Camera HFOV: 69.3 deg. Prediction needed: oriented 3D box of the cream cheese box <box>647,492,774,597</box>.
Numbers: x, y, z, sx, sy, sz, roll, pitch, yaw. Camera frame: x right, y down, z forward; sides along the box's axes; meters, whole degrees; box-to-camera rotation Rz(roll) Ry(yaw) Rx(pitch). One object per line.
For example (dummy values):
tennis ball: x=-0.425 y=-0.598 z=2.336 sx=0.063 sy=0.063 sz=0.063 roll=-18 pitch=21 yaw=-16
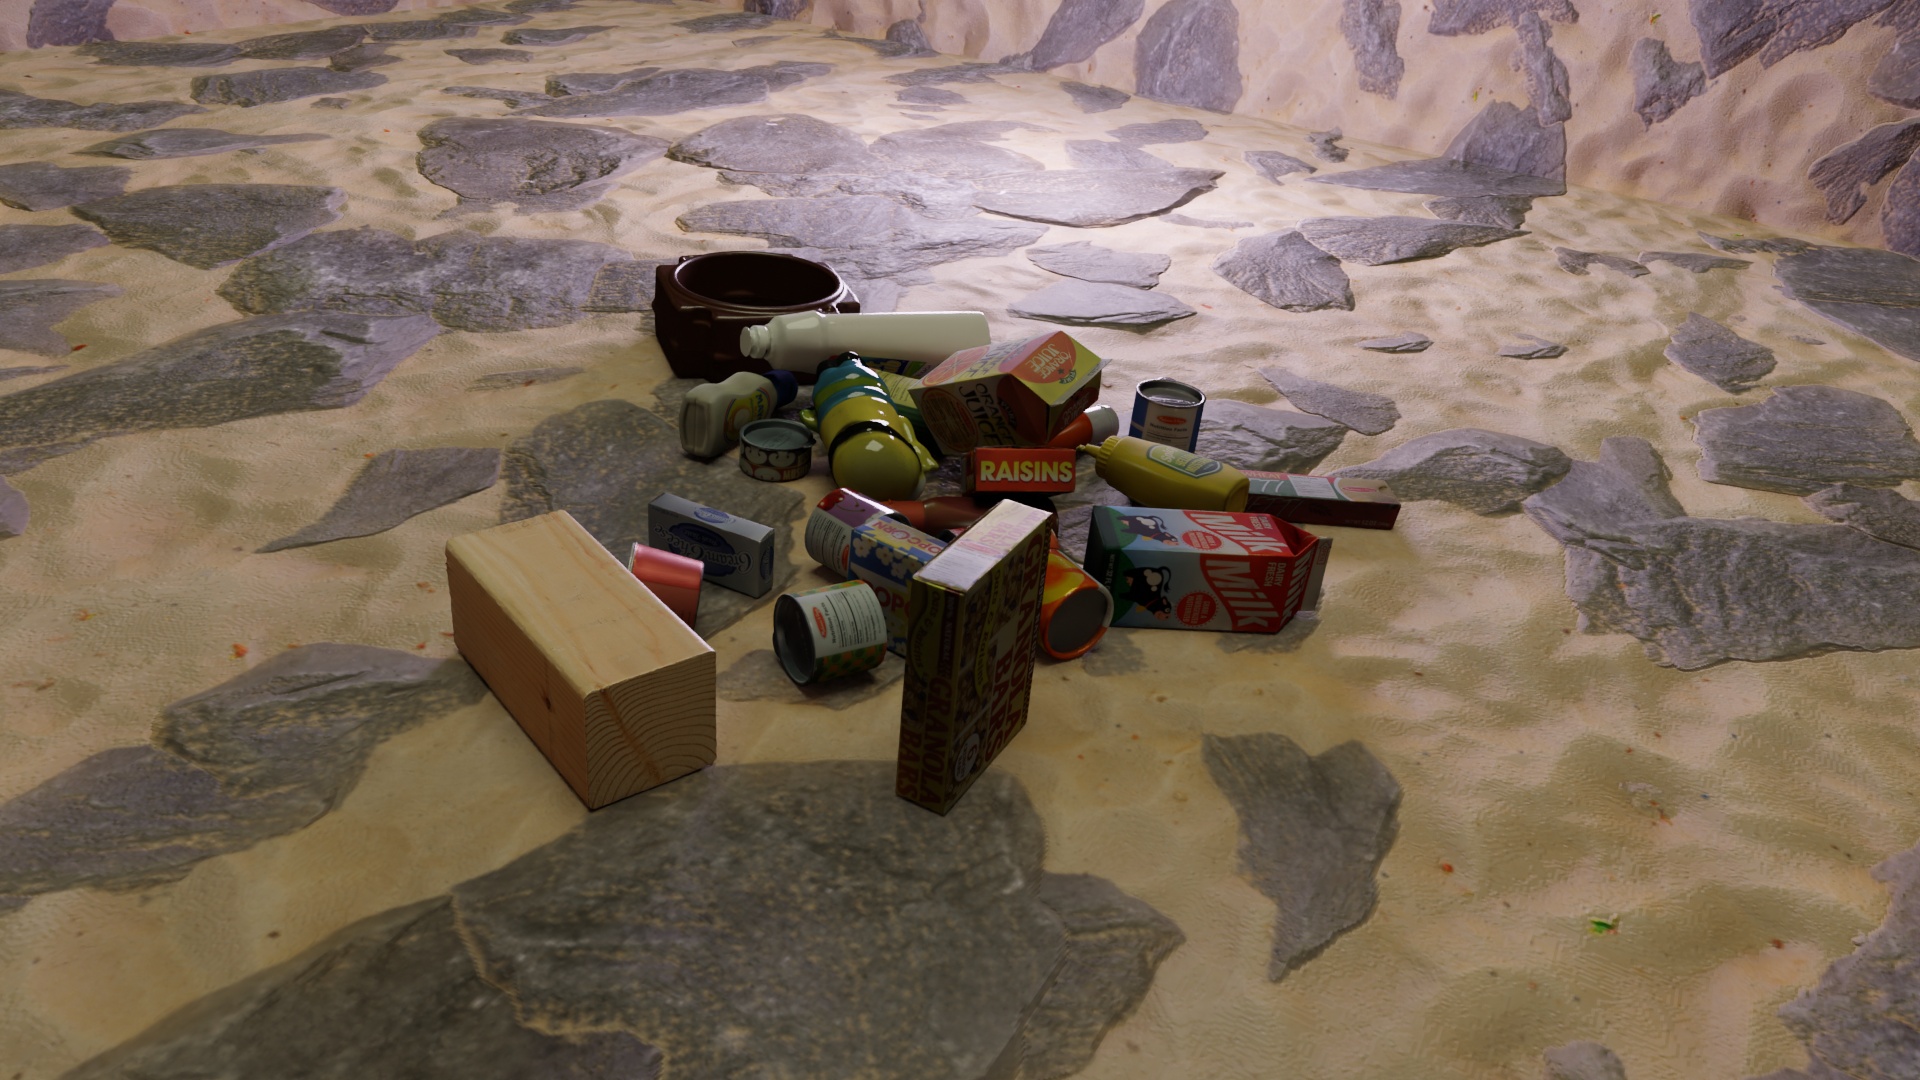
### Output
cream cheese box: x=-0.194 y=0.003 z=1.080 sx=0.104 sy=0.053 sz=0.024 roll=18 pitch=33 yaw=19

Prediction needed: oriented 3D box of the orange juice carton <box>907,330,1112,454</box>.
orange juice carton: x=0.046 y=-0.128 z=1.204 sx=0.072 sy=0.073 sz=0.192 roll=-41 pitch=22 yaw=-30

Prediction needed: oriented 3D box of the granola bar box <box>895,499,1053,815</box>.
granola bar box: x=0.009 y=0.072 z=0.886 sx=0.039 sy=0.164 sz=0.125 roll=18 pitch=31 yaw=22

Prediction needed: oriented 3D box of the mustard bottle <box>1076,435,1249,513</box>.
mustard bottle: x=0.168 y=-0.058 z=1.207 sx=0.160 sy=0.048 sz=0.065 roll=23 pitch=30 yaw=27

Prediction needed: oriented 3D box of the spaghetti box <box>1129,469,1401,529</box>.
spaghetti box: x=0.278 y=-0.042 z=1.287 sx=0.250 sy=0.028 sz=0.050 roll=4 pitch=29 yaw=-5

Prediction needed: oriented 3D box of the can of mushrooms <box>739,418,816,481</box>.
can of mushrooms: x=-0.165 y=-0.082 z=1.260 sx=0.071 sy=0.033 sz=0.071 roll=5 pitch=28 yaw=-3

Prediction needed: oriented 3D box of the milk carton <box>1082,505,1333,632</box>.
milk carton: x=0.199 y=0.023 z=1.109 sx=0.191 sy=0.072 sz=0.074 roll=3 pitch=29 yaw=-6

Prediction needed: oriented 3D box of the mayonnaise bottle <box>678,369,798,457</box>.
mayonnaise bottle: x=-0.206 y=-0.127 z=1.307 sx=0.041 sy=0.064 sz=0.149 roll=17 pitch=27 yaw=20

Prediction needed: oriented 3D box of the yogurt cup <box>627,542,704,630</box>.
yogurt cup: x=-0.216 y=0.038 z=1.004 sx=0.054 sy=0.072 sz=0.073 roll=9 pitch=28 yaw=-12

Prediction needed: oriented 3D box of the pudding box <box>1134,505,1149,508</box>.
pudding box: x=0.196 y=-0.009 z=1.208 sx=0.084 sy=0.030 sz=0.050 roll=-2 pitch=29 yaw=-16

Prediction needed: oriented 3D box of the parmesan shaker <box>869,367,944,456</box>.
parmesan shaker: x=-0.057 y=-0.121 z=1.322 sx=0.103 sy=0.071 sz=0.072 roll=16 pitch=30 yaw=15

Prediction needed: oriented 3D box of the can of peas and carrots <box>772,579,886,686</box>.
can of peas and carrots: x=-0.093 y=0.065 z=0.981 sx=0.059 sy=0.070 sz=0.071 roll=-11 pitch=33 yaw=-30

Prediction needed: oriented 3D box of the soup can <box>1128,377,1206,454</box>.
soup can: x=0.194 y=-0.104 z=1.324 sx=0.071 sy=0.083 sz=0.072 roll=6 pitch=29 yaw=-3

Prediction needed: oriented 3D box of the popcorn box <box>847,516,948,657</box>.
popcorn box: x=-0.023 y=0.045 z=1.010 sx=0.127 sy=0.084 sz=0.038 roll=23 pitch=32 yaw=28

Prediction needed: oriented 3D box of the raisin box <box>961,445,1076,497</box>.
raisin box: x=0.048 y=-0.058 z=1.197 sx=0.086 sy=0.040 sz=0.123 roll=1 pitch=0 yaw=-5

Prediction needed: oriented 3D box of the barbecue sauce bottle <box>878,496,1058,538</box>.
barbecue sauce bottle: x=0.004 y=-0.015 z=1.164 sx=0.149 sy=0.043 sz=0.065 roll=0 pitch=18 yaw=-10

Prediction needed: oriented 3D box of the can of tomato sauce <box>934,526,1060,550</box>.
can of tomato sauce: x=0.029 y=0.020 z=1.086 sx=0.083 sy=0.070 sz=0.071 roll=-9 pitch=33 yaw=-27

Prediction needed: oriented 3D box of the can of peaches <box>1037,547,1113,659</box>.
can of peaches: x=0.071 y=0.049 z=1.044 sx=0.071 sy=0.071 sz=0.058 roll=-13 pitch=35 yaw=-31

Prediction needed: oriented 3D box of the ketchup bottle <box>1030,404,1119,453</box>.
ketchup bottle: x=0.088 y=-0.102 z=1.338 sx=0.149 sy=0.043 sz=0.065 roll=-16 pitch=29 yaw=-35

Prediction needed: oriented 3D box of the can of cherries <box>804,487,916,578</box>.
can of cherries: x=-0.079 y=-0.002 z=1.103 sx=0.058 sy=0.071 sz=0.072 roll=26 pitch=34 yaw=34
